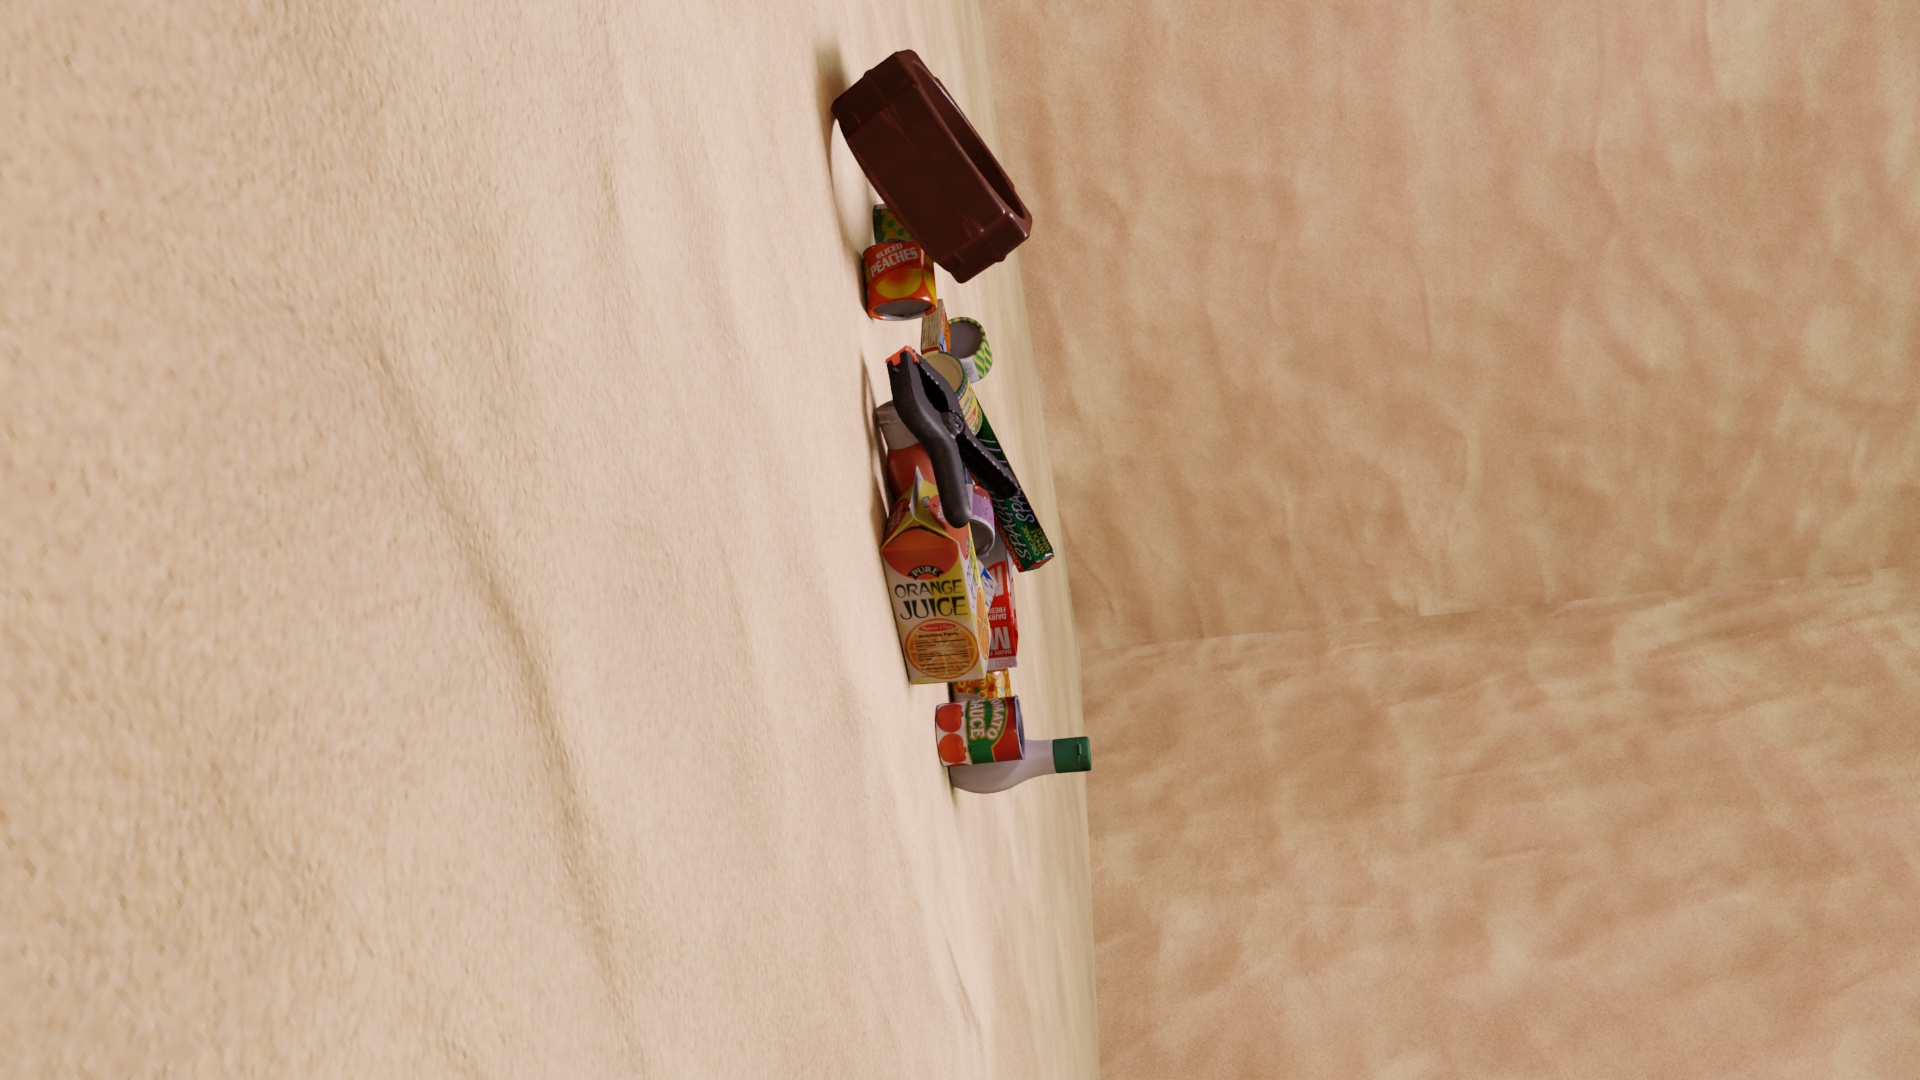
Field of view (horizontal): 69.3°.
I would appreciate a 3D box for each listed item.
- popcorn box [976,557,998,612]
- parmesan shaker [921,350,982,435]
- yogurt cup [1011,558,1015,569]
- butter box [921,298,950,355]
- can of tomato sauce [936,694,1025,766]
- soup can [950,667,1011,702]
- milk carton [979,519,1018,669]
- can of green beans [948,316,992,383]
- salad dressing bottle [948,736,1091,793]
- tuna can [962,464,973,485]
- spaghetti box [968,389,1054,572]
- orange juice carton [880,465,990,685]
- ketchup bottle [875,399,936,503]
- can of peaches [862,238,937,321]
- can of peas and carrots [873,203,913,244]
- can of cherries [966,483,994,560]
[{"bbox_3d":[-0.006,0.036,1.395,0.085,0.038,0.127,53,12,-5],"label":"popcorn box"},{"bbox_3d":[-0.019,-0.150,1.503,0.102,0.071,0.071,65,20,-67],"label":"parmesan shaker"},{"bbox_3d":[0.029,0.016,1.727,0.072,0.072,0.053,-76,150,-70],"label":"yogurt cup"},{"bbox_3d":[-0.029,-0.238,1.654,0.104,0.024,0.052,-89,169,-47],"label":"butter box"},{"bbox_3d":[0.021,0.194,1.421,0.071,0.083,0.071,-9,93,-83],"label":"can of tomato sauce"},{"bbox_3d":[0.023,0.186,1.529,0.071,0.071,0.083,11,72,-82],"label":"soup can"},{"bbox_3d":[0.025,0.058,1.615,0.073,0.072,0.191,66,19,-69],"label":"milk carton"},{"bbox_3d":[0.004,-0.239,1.742,0.057,0.071,0.071,67,18,-65],"label":"can of green beans"},{"bbox_3d":[0.063,0.231,1.461,0.044,0.148,0.064,69,16,-63],"label":"salad dressing bottle"},{"bbox_3d":[-0.004,-0.075,1.661,0.071,0.033,0.071,-9,93,-83],"label":"tuna can"},{"bbox_3d":[0.034,-0.081,1.586,0.250,0.029,0.050,64,-28,7],"label":"spaghetti box"},{"bbox_3d":[-0.024,0.032,1.259,0.072,0.073,0.191,-80,162,-58],"label":"orange juice carton"},{"bbox_3d":[-0.039,-0.058,1.289,0.044,0.064,0.148,-39,120,-41],"label":"ketchup bottle"},{"bbox_3d":[-0.056,-0.240,1.286,0.071,0.071,0.058,44,41,-79],"label":"can of peaches"},{"bbox_3d":[-0.052,-0.308,1.405,0.071,0.059,0.071,-9,93,-82],"label":"can of peas and carrots"},{"bbox_3d":[0.006,-0.020,1.557,0.071,0.071,0.059,76,9,-45],"label":"can of cherries"}]
